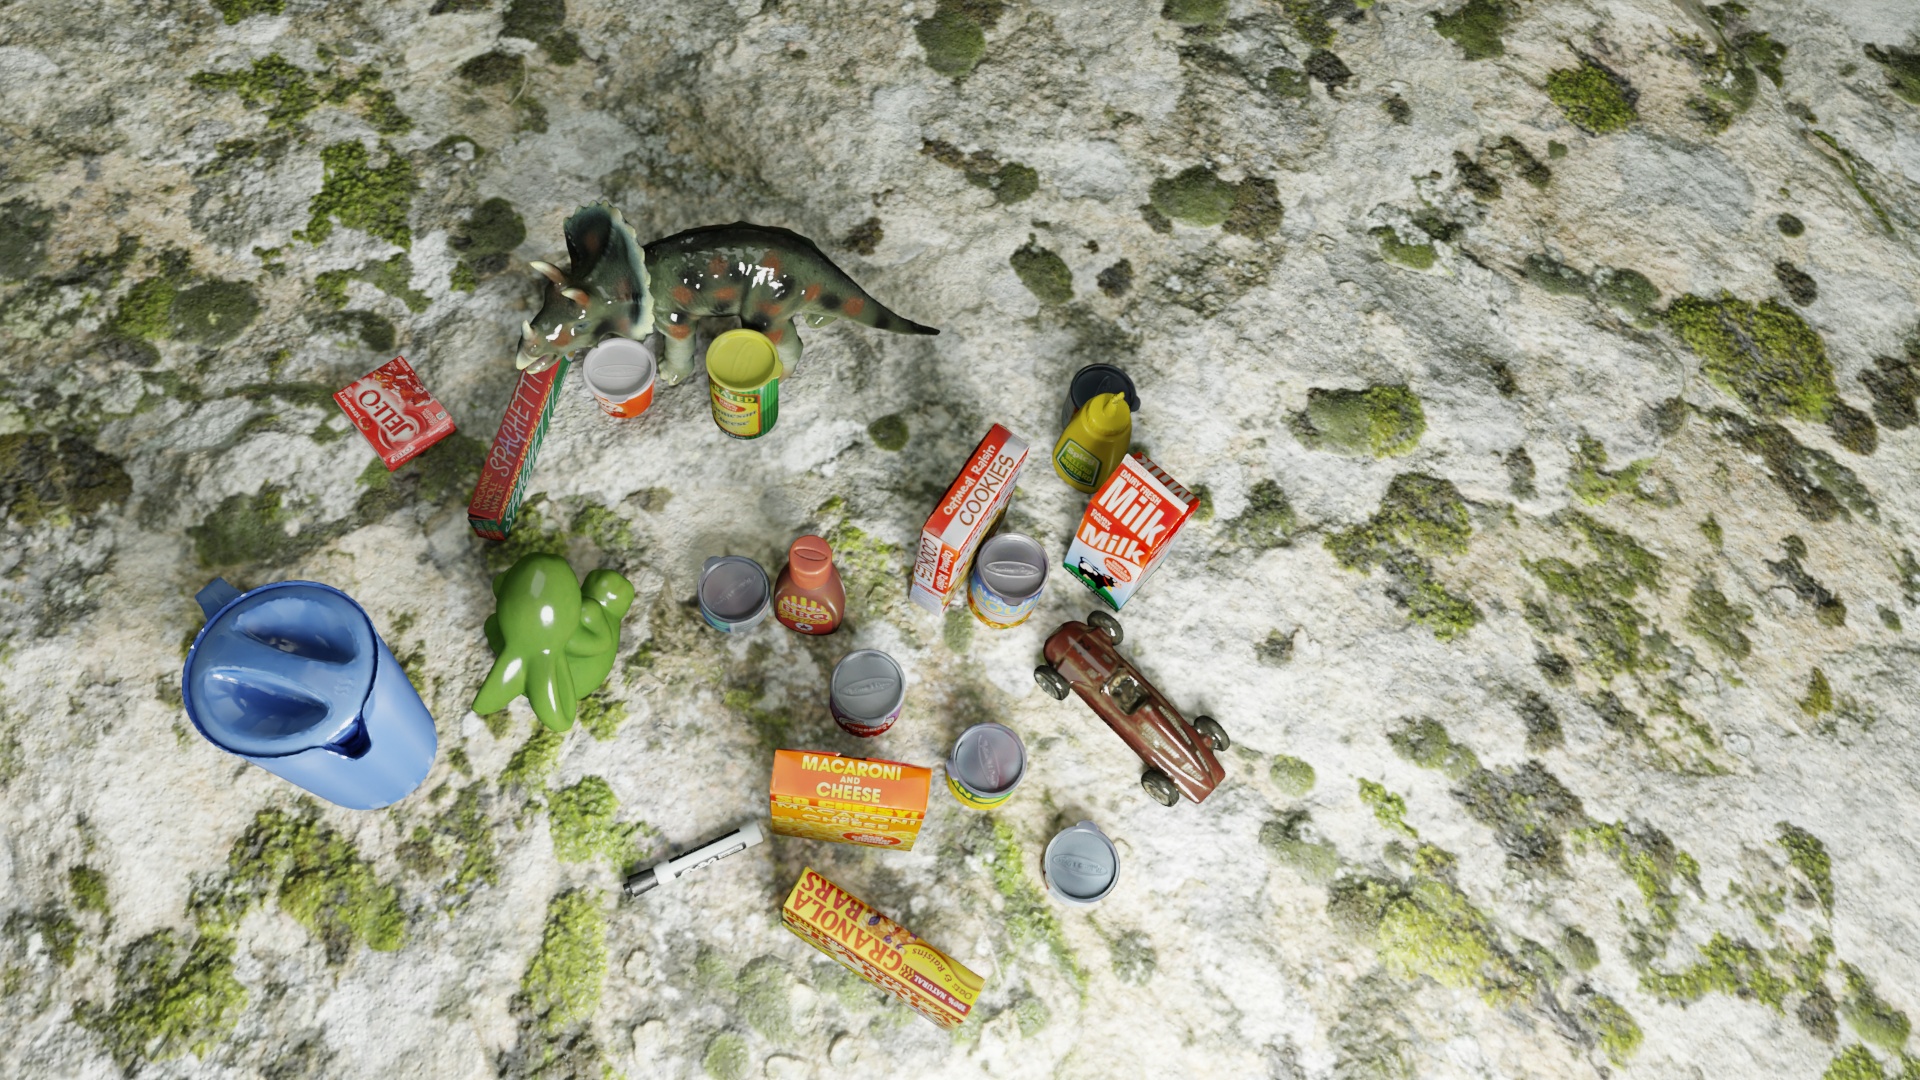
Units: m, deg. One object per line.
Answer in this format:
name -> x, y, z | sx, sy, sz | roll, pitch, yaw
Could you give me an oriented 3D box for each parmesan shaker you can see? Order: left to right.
parmesan shaker -> -0.203, -0.145, 1.317 | 0.071, 0.102, 0.071 | 3, 67, -6

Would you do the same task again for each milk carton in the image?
milk carton -> 0.156, -0.013, 1.255 | 0.072, 0.189, 0.074 | 41, 69, 11

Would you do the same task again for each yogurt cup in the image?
yogurt cup -> -0.325, -0.153, 1.333 | 0.072, 0.053, 0.072 | 3, 66, -6

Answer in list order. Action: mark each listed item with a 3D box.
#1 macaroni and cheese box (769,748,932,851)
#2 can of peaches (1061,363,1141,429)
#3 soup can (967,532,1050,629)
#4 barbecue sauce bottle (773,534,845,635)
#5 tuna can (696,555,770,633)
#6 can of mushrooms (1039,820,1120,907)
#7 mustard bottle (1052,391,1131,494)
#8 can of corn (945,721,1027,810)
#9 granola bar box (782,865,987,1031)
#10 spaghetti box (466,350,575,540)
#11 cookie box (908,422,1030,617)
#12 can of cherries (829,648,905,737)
macaroni and cheese box -> -0.093, 0.214, 1.139 | 0.124, 0.165, 0.040 | 8, 66, -3
can of peaches -> 0.139, -0.132, 1.378 | 0.071, 0.057, 0.071 | 3, 66, -6
soup can -> 0.043, 0.041, 1.276 | 0.071, 0.083, 0.071 | 3, 67, -6
barbecue sauce bottle -> -0.132, 0.039, 1.220 | 0.065, 0.148, 0.044 | 14, 66, -1
tuna can -> -0.208, 0.048, 1.270 | 0.071, 0.032, 0.071 | 3, 66, -6
can of mushrooms -> 0.104, 0.281, 1.206 | 0.071, 0.033, 0.071 | 3, 66, -6
mustard bottle -> 0.129, -0.099, 1.306 | 0.065, 0.159, 0.049 | 36, 68, 9
can of corn -> 0.019, 0.199, 1.218 | 0.071, 0.058, 0.071 | 3, 66, -6
granola bar box -> -0.065, 0.331, 1.114 | 0.166, 0.123, 0.039 | 31, 67, 7
spaghetti box -> -0.407, -0.120, 1.310 | 0.029, 0.050, 0.251 | 13, 66, -1
cookie box -> 0.004, -0.016, 1.250 | 0.040, 0.166, 0.123 | 31, 67, 7
can of cherries -> -0.083, 0.139, 1.232 | 0.071, 0.058, 0.072 | 3, 66, -6
